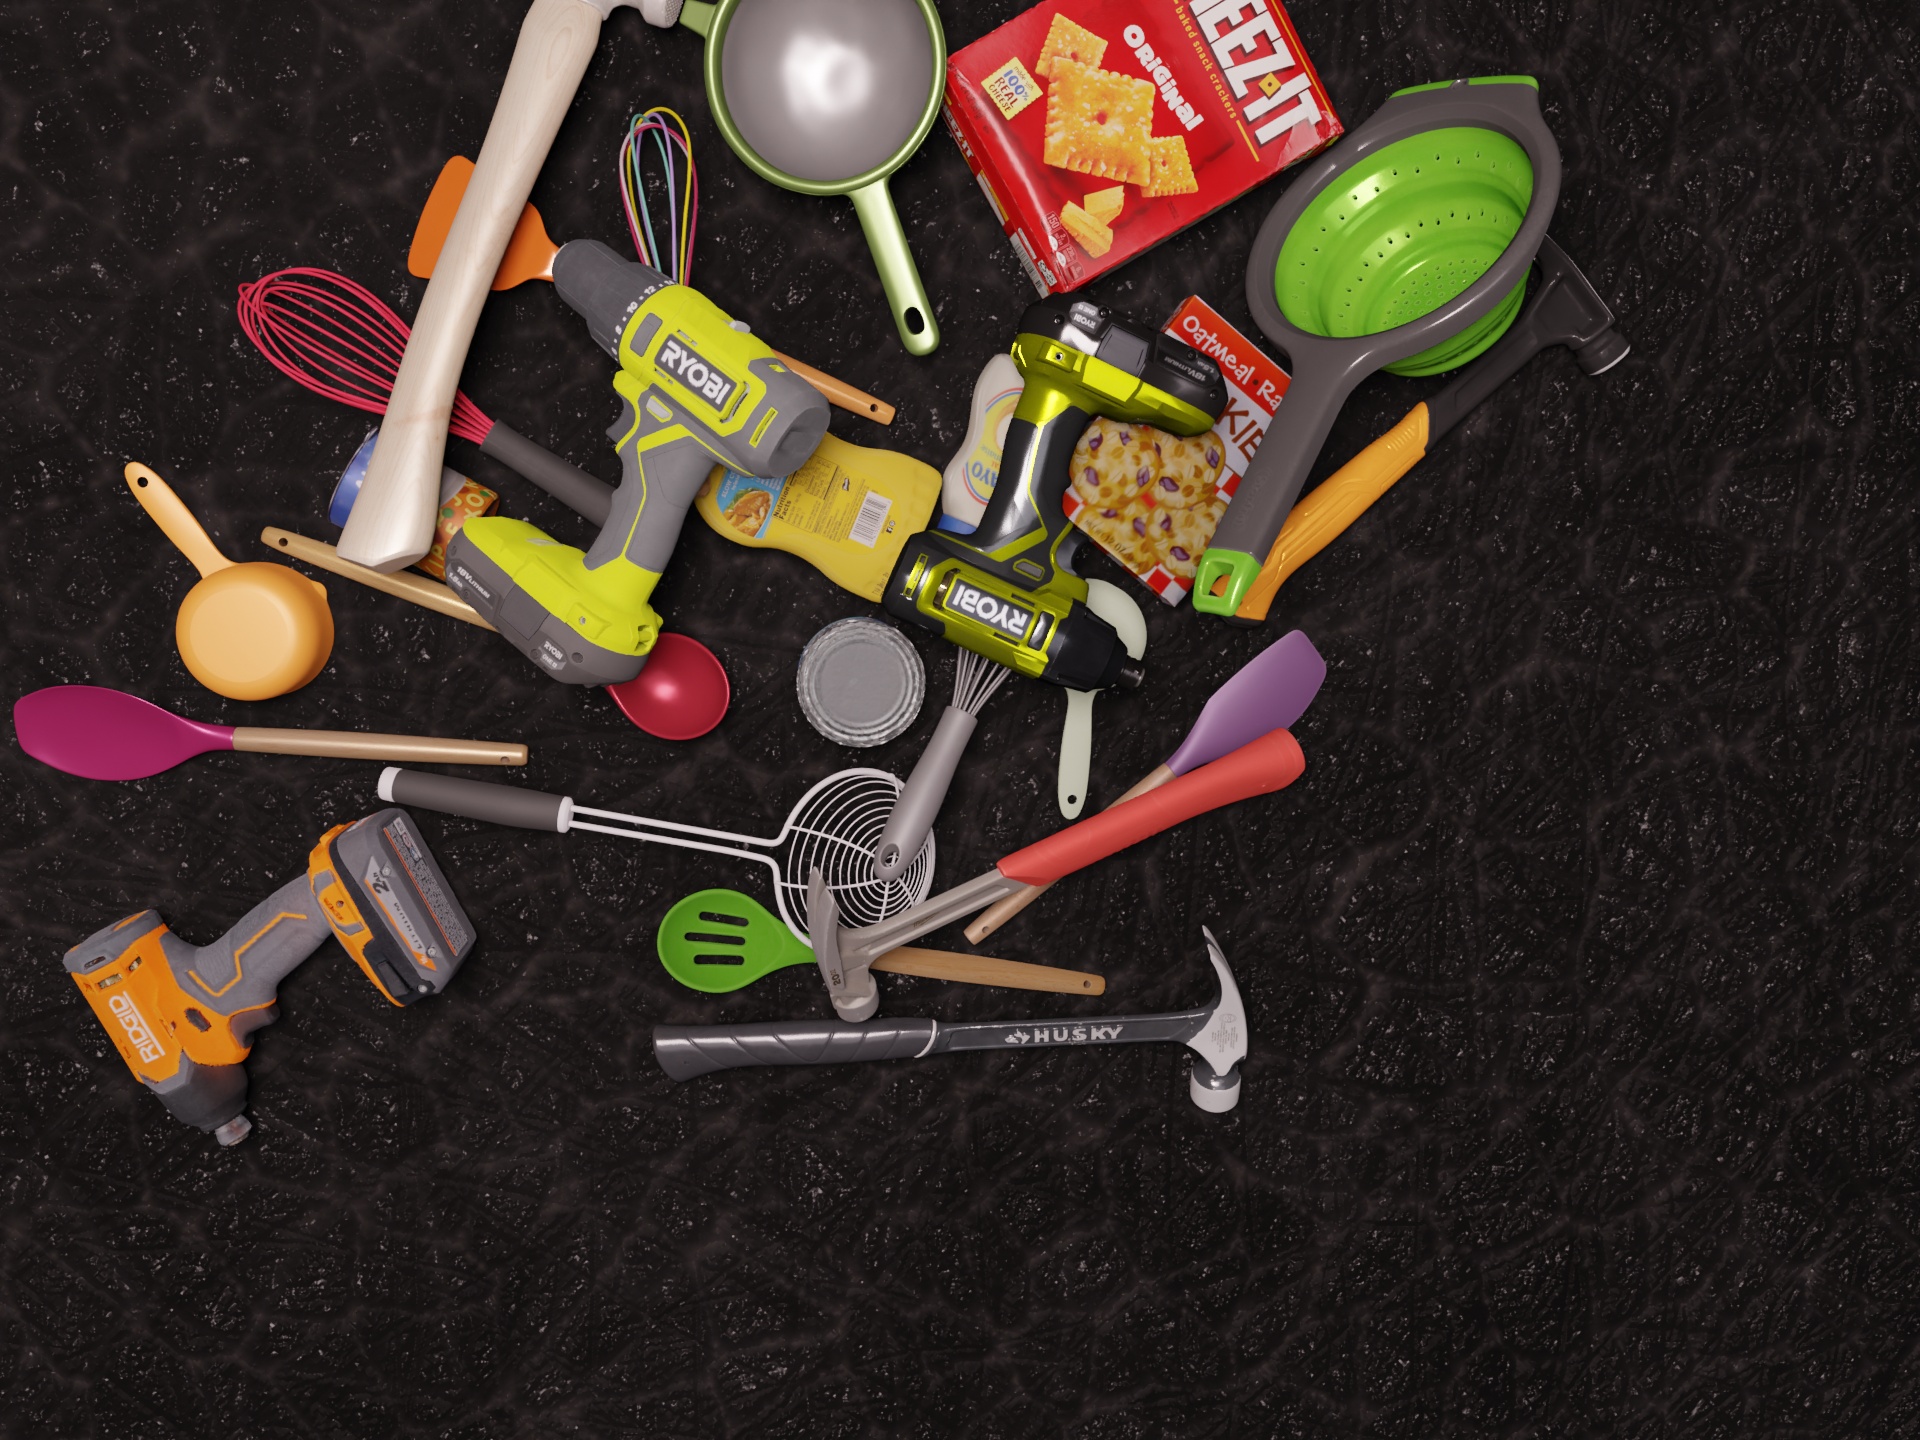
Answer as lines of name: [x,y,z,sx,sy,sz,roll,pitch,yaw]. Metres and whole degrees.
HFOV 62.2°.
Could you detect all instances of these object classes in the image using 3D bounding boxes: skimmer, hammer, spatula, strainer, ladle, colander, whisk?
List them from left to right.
whisk: [-0.315,-0.192,1.005,0.295,0.073,0.073,32,93,-15]
hammer: [-0.299,-0.289,0.956,0.146,0.038,0.411,18,84,0]
ladle: [-0.301,-0.064,1.040,0.315,0.031,0.069,21,93,-7]
spatula: [-0.192,-0.262,1.028,0.322,0.041,0.081,22,94,-13]
skimmer: [-0.198,0.073,1.065,0.363,0.090,0.127,10,90,1]
whisk: [-0.177,-0.260,0.983,0.047,0.051,0.245,-7,88,4]
strainer: [-0.060,-0.354,1.000,0.151,0.069,0.256,-18,100,12]
hammer: [-0.005,0.215,1.093,0.409,0.036,0.149,-2,122,-3]
whisk: [-0.003,-0.004,1.043,0.055,0.055,0.239,27,76,-10]
hammer: [0.070,0.081,1.047,0.359,0.037,0.149,-23,143,-15]
spatula: [0.129,0.053,1.110,0.316,0.018,0.059,-39,112,0]
colander: [0.257,-0.220,1.003,0.094,0.205,0.397,39,73,-42]
hammer: [0.295,-0.191,1.087,0.337,0.034,0.127,-42,101,1]

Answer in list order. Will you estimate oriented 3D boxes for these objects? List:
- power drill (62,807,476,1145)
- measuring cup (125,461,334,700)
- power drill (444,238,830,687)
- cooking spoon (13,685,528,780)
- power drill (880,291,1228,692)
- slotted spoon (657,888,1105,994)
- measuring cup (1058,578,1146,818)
power drill: [-0.438,0.170,1.032,0.226,0.084,0.164,-25,101,2]
measuring cup: [-0.474,-0.089,1.002,0.095,0.052,0.173,-35,102,-1]
power drill: [-0.207,-0.154,0.946,0.191,0.080,0.228,39,106,13]
cooking spoon: [-0.445,0.013,1.037,0.319,0.017,0.068,4,117,-8]
power drill: [0.071,-0.137,1.000,0.171,0.080,0.223,24,92,-9]
slotted spoon: [-0.052,0.166,1.101,0.313,0.031,0.070,8,85,-10]
measuring cup: [0.085,-0.013,1.084,0.083,0.038,0.167,4,95,-7]
